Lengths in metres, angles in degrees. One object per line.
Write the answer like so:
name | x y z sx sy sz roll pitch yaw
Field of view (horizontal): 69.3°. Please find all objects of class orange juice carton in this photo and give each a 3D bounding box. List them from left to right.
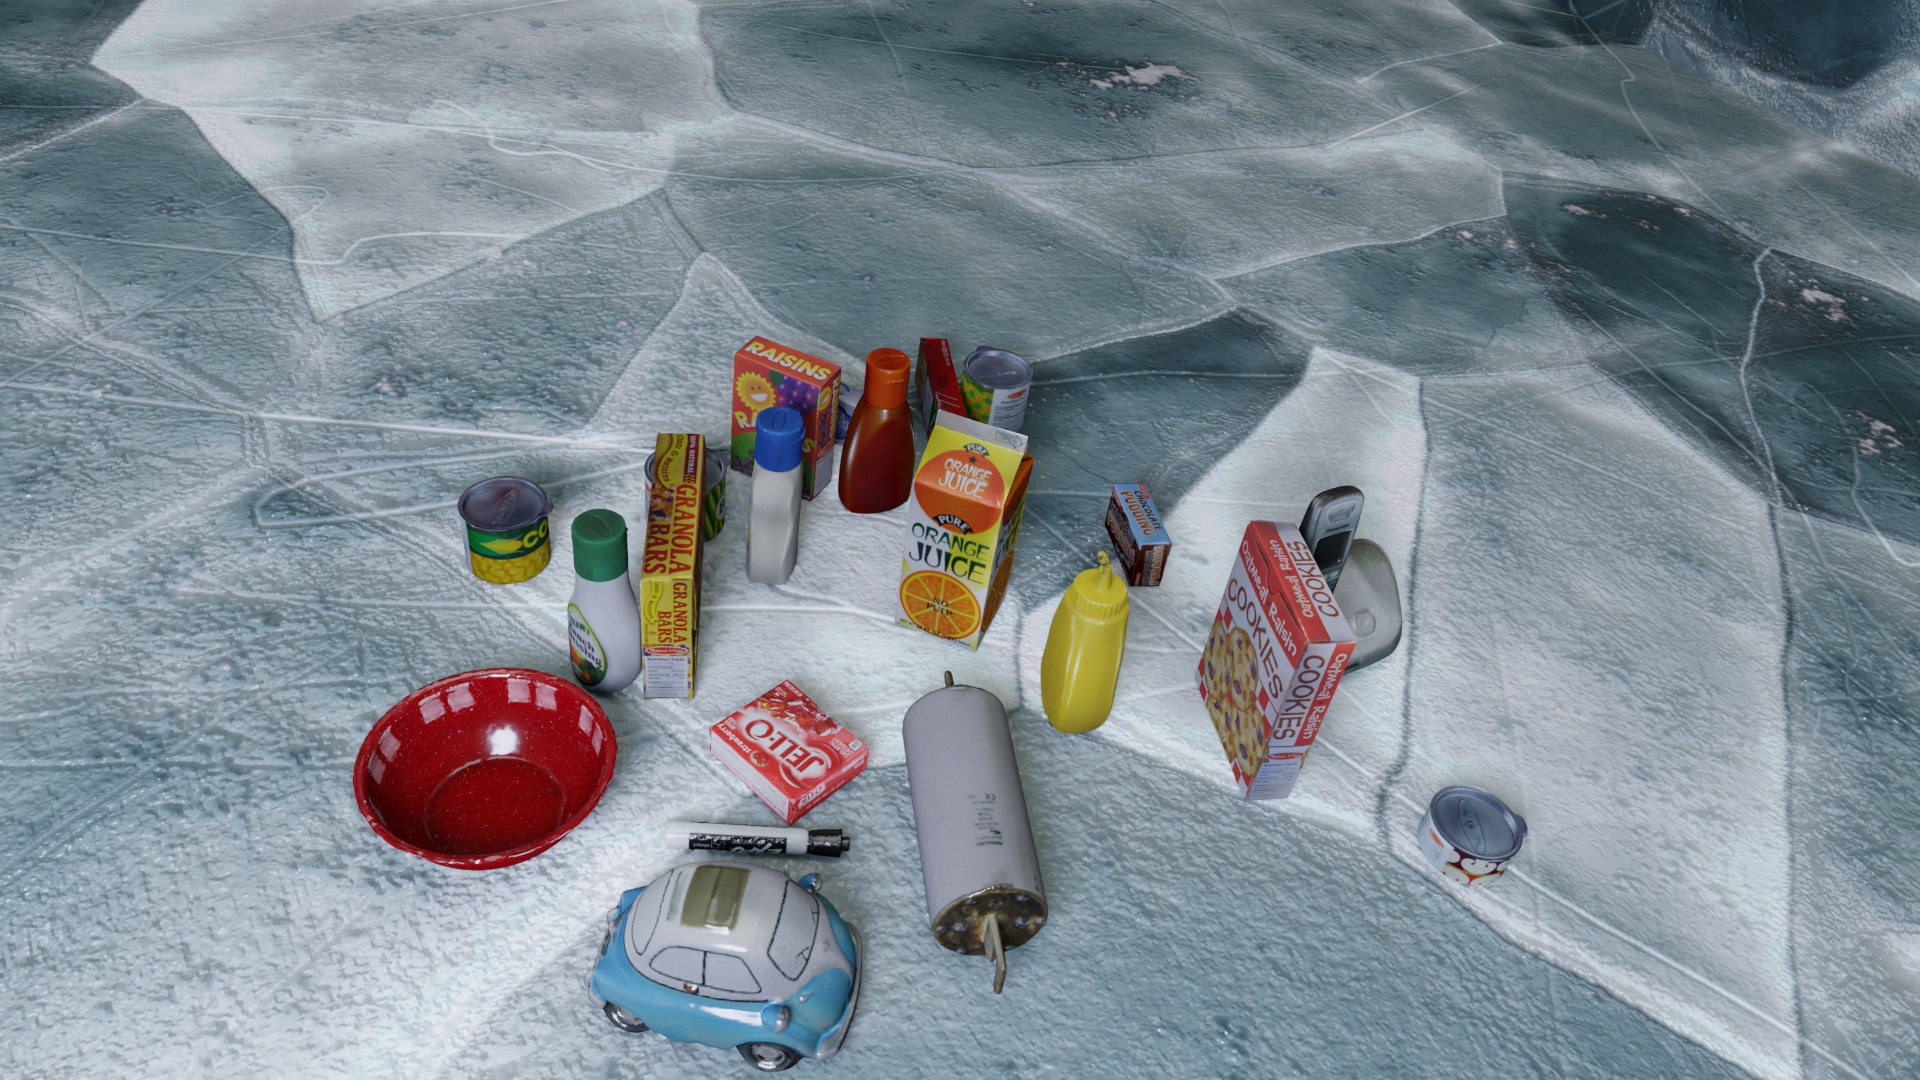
orange juice carton | 0.004 -0.013 1.063 0.072 0.191 0.073 19 41 11

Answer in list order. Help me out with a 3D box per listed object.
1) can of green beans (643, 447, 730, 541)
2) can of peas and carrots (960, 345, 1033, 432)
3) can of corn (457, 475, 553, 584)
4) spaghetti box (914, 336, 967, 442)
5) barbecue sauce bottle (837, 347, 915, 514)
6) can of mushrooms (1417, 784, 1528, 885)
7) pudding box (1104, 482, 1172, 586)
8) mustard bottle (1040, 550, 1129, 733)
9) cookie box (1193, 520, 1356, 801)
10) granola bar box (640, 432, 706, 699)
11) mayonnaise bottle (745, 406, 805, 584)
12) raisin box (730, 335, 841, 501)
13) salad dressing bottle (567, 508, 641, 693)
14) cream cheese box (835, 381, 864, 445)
can of green beans | -0.228 -0.038 1.149 0.071 0.057 0.071 6 41 -5
can of peas and carrots | 0.031 -0.142 1.320 0.071 0.058 0.071 6 41 -5
can of corn | -0.354 -0.008 1.089 0.071 0.058 0.071 6 41 -5
spaghetti box | -0.011 -0.096 1.265 0.029 0.049 0.251 0 41 -11
barbecue sauce bottle | -0.067 -0.092 1.173 0.065 0.147 0.044 -13 45 -24
can of mushrooms | 0.367 0.212 0.996 0.071 0.033 0.071 6 41 -5
pudding box | 0.152 -0.006 1.194 0.030 0.049 0.084 -2 42 -13
mustard bottle | 0.094 0.070 1.009 0.049 0.159 0.065 -4 42 -15
cookie box | 0.223 0.088 1.009 0.040 0.166 0.123 -1 42 -12
granola bar box | -0.212 0.017 1.038 0.039 0.123 0.166 2 41 -9
mayonnaise bottle | -0.146 -0.037 1.095 0.041 0.147 0.065 8 40 -2
raisin box | -0.151 -0.104 1.191 0.086 0.122 0.040 23 42 15
salad dressing bottle | -0.253 0.044 0.981 0.044 0.146 0.064 -26 52 -34
cream cheese box | -0.116 -0.120 1.270 0.104 0.053 0.024 28 44 21
